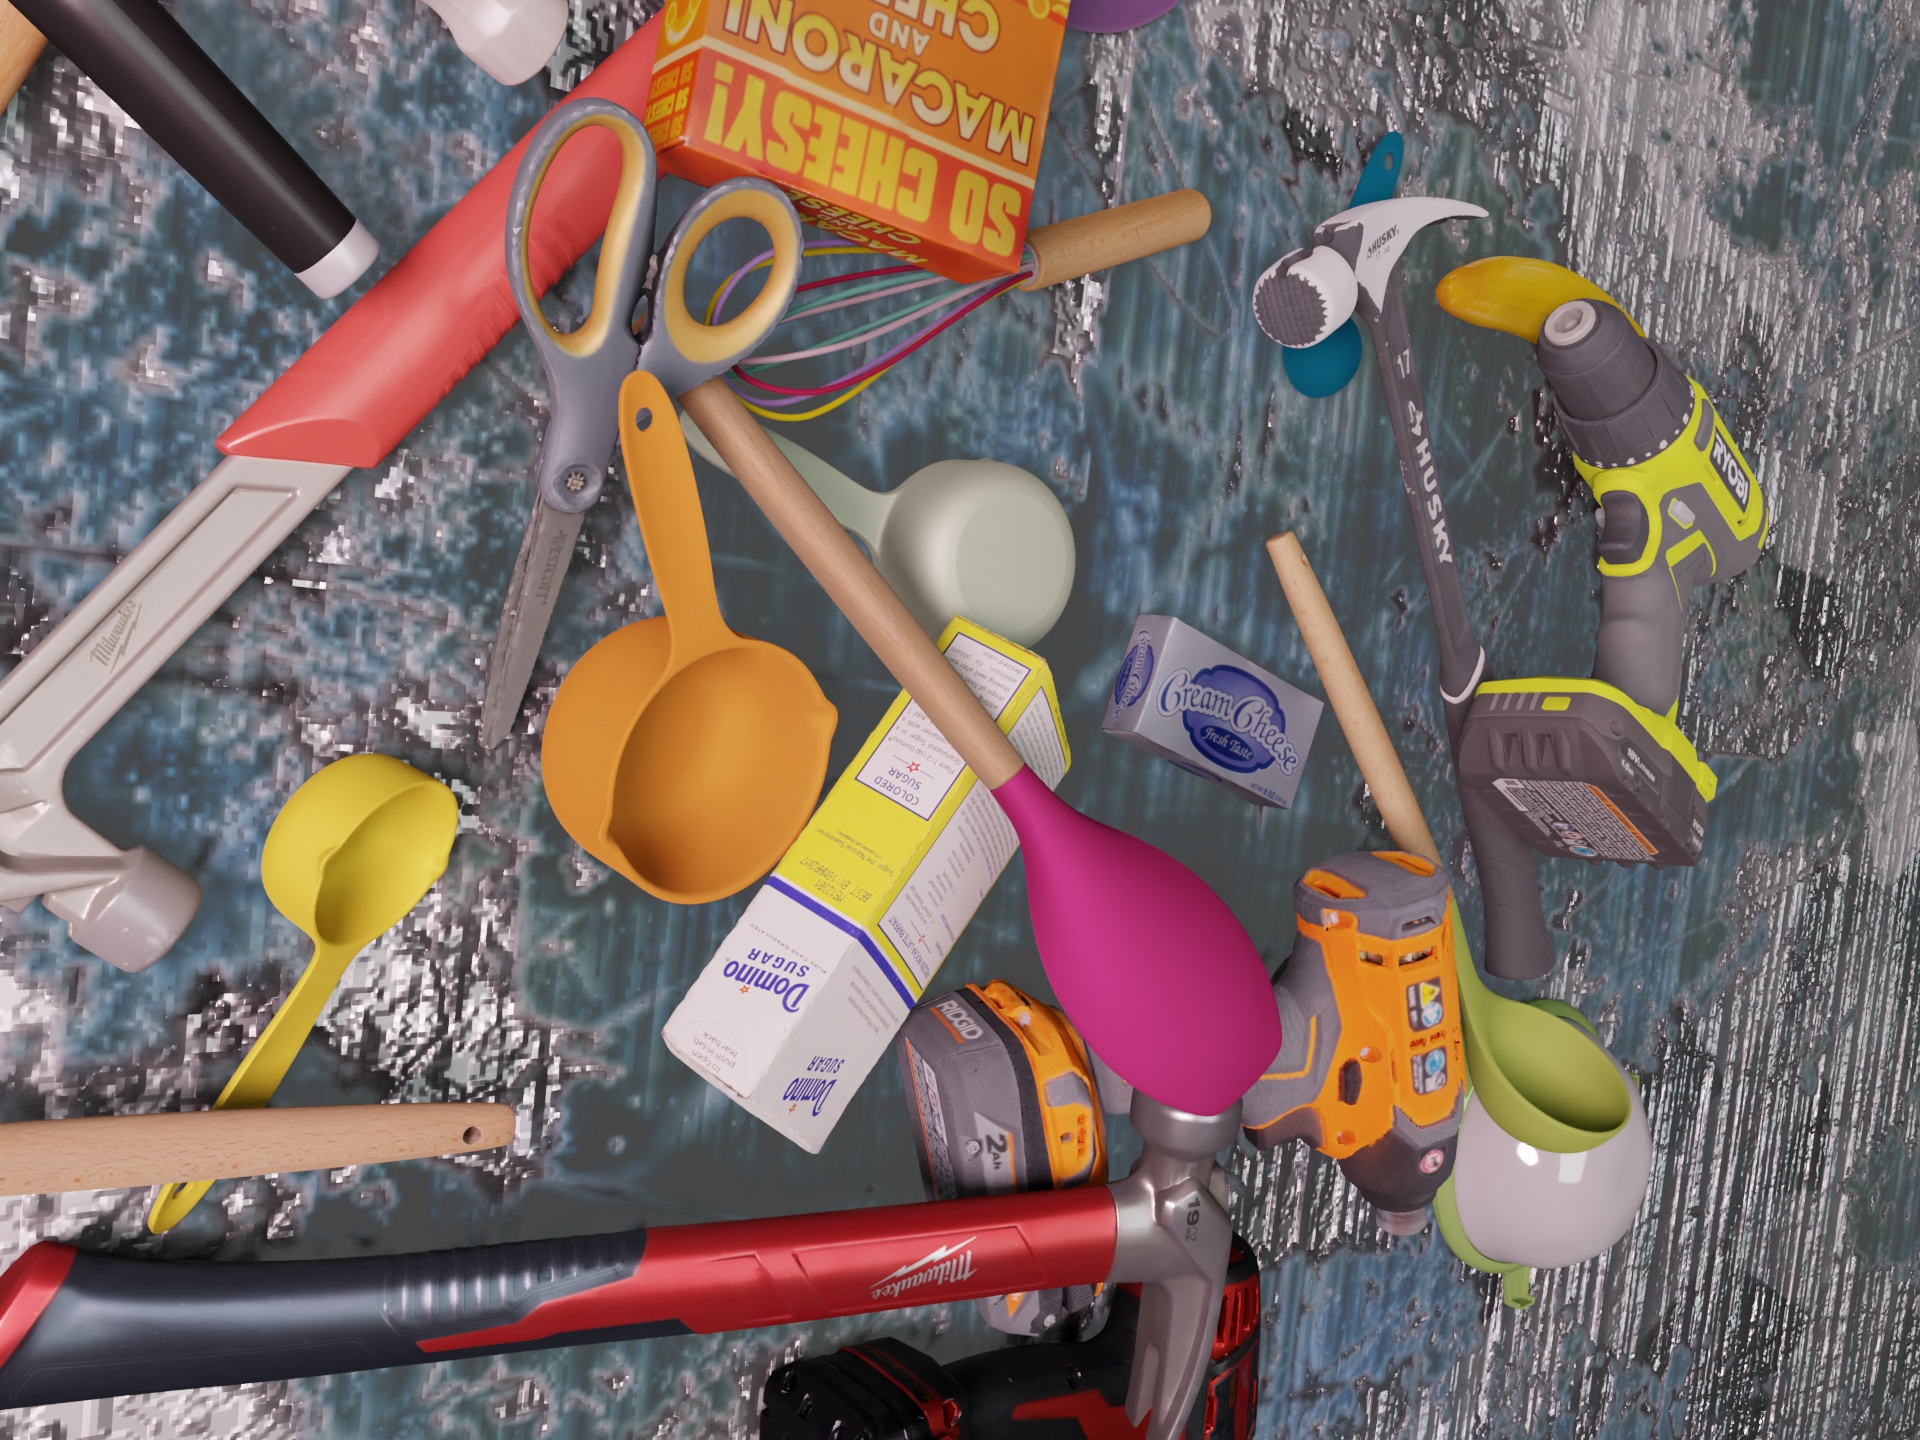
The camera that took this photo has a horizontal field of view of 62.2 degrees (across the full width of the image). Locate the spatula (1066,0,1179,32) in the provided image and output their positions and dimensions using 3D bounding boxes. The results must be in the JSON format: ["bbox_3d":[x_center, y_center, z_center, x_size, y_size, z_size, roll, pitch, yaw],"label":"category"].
[{"bbox_3d":[-0.037,-0.275,0.545,0.316,0.018,0.059,-13,103,-35],"label":"spatula"}]

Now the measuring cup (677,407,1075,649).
[{"bbox_3d":[-0.024,-0.074,0.568,0.167,0.038,0.083,23,83,-37],"label":"measuring cup"}]

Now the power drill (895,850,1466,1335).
[{"bbox_3d":[0.100,0.157,0.631,0.226,0.084,0.164,-14,105,-17],"label":"power drill"}]

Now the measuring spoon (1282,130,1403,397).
[{"bbox_3d":[0.179,-0.204,0.705,0.042,0.021,0.128,24,84,-35],"label":"measuring spoon"}]

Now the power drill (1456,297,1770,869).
[{"bbox_3d":[0.305,-0.064,0.743,0.190,0.080,0.229,35,66,-39],"label":"power drill"}]

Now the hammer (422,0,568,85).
[{"bbox_3d":[-0.124,-0.357,0.437,0.130,0.031,0.331,28,72,-51],"label":"hammer"}]

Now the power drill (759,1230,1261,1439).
[{"bbox_3d":[0.033,0.317,0.644,0.226,0.080,0.188,-3,99,-38],"label":"power drill"}]

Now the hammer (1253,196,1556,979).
[{"bbox_3d":[0.232,-0.043,0.745,0.149,0.036,0.408,-41,122,-36],"label":"hammer"}]

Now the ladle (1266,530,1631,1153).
[{"bbox_3d":[0.219,0.056,0.722,0.078,0.062,0.320,-40,107,-54],"label":"ladle"}]

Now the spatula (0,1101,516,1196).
[{"bbox_3d":[-0.273,0.107,0.404,0.317,0.044,0.082,6,96,-34],"label":"spatula"}]

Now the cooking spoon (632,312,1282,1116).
[{"bbox_3d":[-0.001,-0.002,0.513,0.069,0.017,0.319,-41,96,-18],"label":"cooking spoon"}]

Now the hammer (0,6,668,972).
[{"bbox_3d":[-0.174,-0.109,0.460,0.149,0.037,0.359,48,70,-30],"label":"hammer"}]

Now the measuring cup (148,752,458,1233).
[{"bbox_3d":[-0.204,0.078,0.468,0.156,0.029,0.062,-58,165,1],"label":"measuring cup"}]

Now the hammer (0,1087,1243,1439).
[{"bbox_3d":[-0.092,0.190,0.501,0.386,0.038,0.143,1,104,-21],"label":"hammer"}]

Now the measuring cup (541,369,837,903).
[{"bbox_3d":[-0.096,-0.027,0.496,0.095,0.052,0.173,-30,126,-36],"label":"measuring cup"}]

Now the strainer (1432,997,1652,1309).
[{"bbox_3d":[0.290,0.195,0.811,0.256,0.069,0.151,47,70,-32],"label":"strainer"}]

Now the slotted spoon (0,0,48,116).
[{"bbox_3d":[-0.223,-0.220,0.416,0.070,0.031,0.314,33,79,-38],"label":"slotted spoon"}]

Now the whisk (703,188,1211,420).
[{"bbox_3d":[0.007,-0.158,0.580,0.245,0.051,0.047,-27,77,-35],"label":"whisk"}]

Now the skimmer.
[{"bbox_3d":[-0.282,-0.234,0.347,0.362,0.090,0.127,48,65,-35],"label":"skimmer"}]
